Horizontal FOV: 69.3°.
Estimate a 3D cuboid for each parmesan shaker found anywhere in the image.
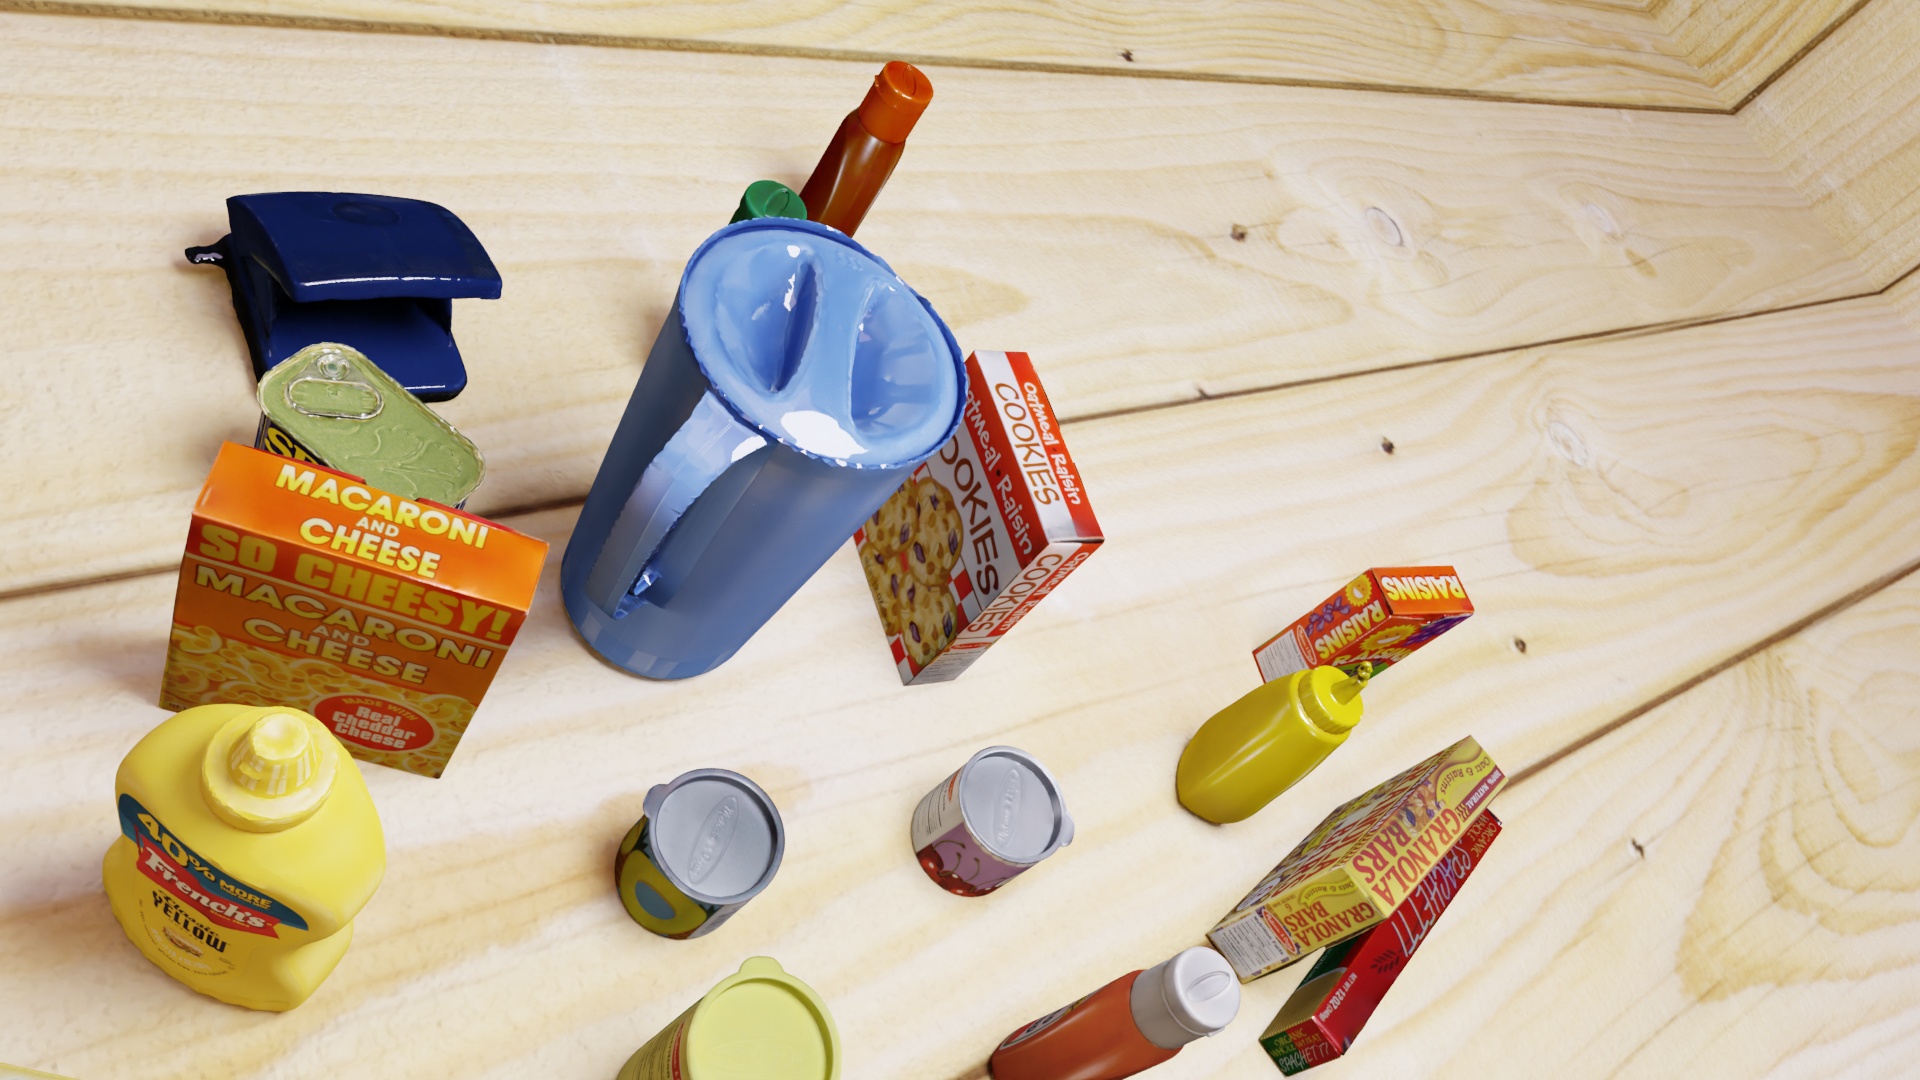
[{"bbox_3d":[-0.101,0.227,0.589,0.071,0.102,0.071,18,51,-23],"label":"parmesan shaker"}]

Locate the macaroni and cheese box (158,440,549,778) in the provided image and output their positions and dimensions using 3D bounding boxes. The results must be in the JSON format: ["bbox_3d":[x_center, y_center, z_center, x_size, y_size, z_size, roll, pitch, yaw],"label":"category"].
[{"bbox_3d":[-0.257,0.036,0.579,0.124,0.165,0.040,20,50,-21],"label":"macaroni and cheese box"}]

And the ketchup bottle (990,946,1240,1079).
[{"bbox_3d":[0.076,0.236,0.669,0.065,0.148,0.043,-10,65,-38],"label":"ketchup bottle"}]

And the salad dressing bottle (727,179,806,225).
[{"bbox_3d":[-0.134,-0.146,0.805,0.044,0.147,0.064,34,46,-9],"label":"salad dressing bottle"}]

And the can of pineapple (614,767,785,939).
[{"bbox_3d":[-0.126,0.148,0.661,0.071,0.057,0.071,18,51,-23],"label":"can of pineapple"}]

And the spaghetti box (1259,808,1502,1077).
[{"bbox_3d":[0.267,0.238,0.863,0.251,0.050,0.029,-31,79,-43],"label":"spaghetti box"}]

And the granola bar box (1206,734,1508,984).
[{"bbox_3d":[0.238,0.189,0.828,0.166,0.123,0.039,-27,76,-43],"label":"granola bar box"}]

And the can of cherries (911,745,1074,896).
[{"bbox_3d":[0.017,0.154,0.751,0.071,0.058,0.072,18,51,-23],"label":"can of cherries"}]

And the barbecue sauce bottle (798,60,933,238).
[{"bbox_3d":[-0.068,-0.252,0.925,0.044,0.147,0.065,15,52,-25],"label":"barbecue sauce bottle"}]

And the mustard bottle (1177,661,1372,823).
[{"bbox_3d":[0.192,0.114,0.826,0.049,0.159,0.066,31,47,-12],"label":"mustard bottle"}]

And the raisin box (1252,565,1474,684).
[{"bbox_3d":[0.272,0.063,0.942,0.086,0.122,0.040,1,59,-33],"label":"raisin box"}]

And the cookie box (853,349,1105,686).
[{"bbox_3d":[0.003,-0.010,0.784,0.040,0.166,0.123,-2,60,-35],"label":"cookie box"}]
